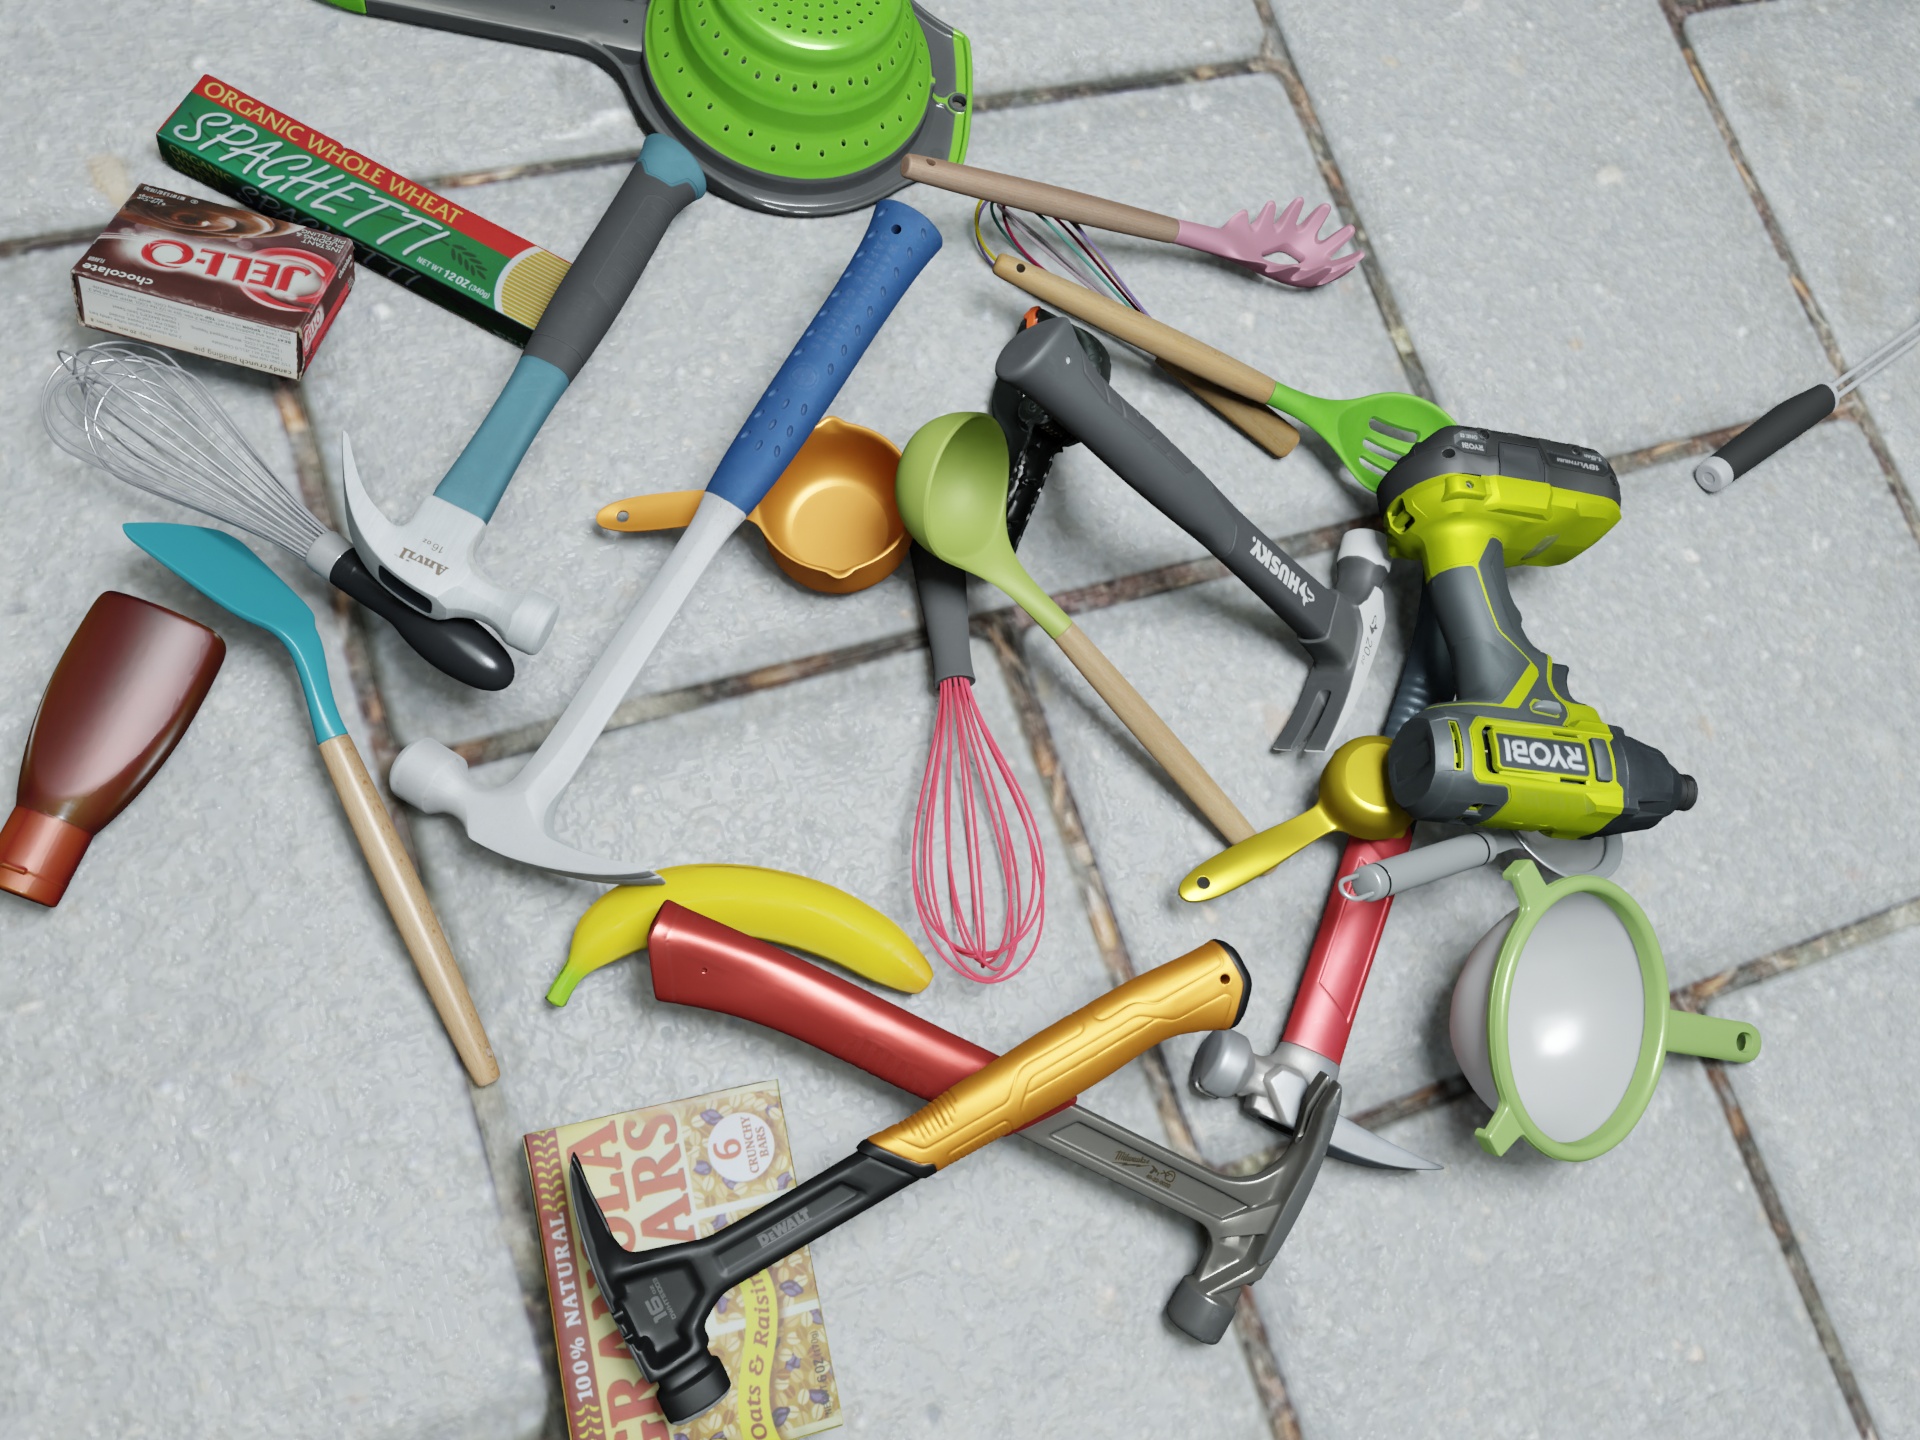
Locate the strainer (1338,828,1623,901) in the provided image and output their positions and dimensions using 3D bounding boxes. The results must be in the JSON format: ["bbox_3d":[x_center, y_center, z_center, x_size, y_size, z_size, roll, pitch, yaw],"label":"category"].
[{"bbox_3d":[0.288,0.069,0.879,0.258,0.050,0.087,-9,60,-39],"label":"strainer"}]

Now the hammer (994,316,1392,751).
[{"bbox_3d":[0.131,-0.103,0.843,0.334,0.035,0.146,32,69,-41],"label":"hammer"}]

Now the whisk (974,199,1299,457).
[{"bbox_3d":[0.111,-0.245,0.973,0.245,0.051,0.047,37,63,-4],"label":"whisk"}]

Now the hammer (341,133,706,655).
[{"bbox_3d":[-0.211,-0.192,0.835,0.128,0.033,0.331,25,59,-8],"label":"hammer"}]

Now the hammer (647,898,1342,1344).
[{"bbox_3d":[0.012,0.173,0.796,0.359,0.037,0.149,28,88,-8],"label":"hammer"}]

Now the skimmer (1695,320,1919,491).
[{"bbox_3d":[0.655,-0.246,1.083,0.363,0.090,0.127,-32,115,-18],"label":"skimmer"}]

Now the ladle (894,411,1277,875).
[{"bbox_3d":[0.079,-0.033,0.859,0.320,0.062,0.078,48,57,-14],"label":"ladle"}]

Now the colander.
[{"bbox_3d":[-0.176,-0.420,0.923,0.397,0.094,0.205,6,73,-13],"label":"colander"}]

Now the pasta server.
[{"bbox_3d":[0.110,-0.305,0.956,0.316,0.040,0.060,3,60,-29],"label":"pasta server"}]

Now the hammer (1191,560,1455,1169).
[{"bbox_3d":[0.261,0.061,0.922,0.143,0.038,0.386,26,70,-7],"label":"hammer"}]

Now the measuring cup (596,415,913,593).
[{"bbox_3d":[-0.109,-0.110,0.877,0.173,0.052,0.095,-5,74,0],"label":"measuring cup"}]

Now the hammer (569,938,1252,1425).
[{"bbox_3d":[-0.012,0.186,0.749,0.337,0.034,0.127,-26,90,-13],"label":"hammer"}]

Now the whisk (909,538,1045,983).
[{"bbox_3d":[-0.001,-0.003,0.867,0.073,0.073,0.296,-2,68,-15],"label":"whisk"}]

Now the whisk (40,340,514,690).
[{"bbox_3d":[-0.338,-0.098,0.790,0.284,0.070,0.070,35,69,5],"label":"whisk"}]

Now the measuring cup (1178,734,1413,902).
[{"bbox_3d":[0.187,0.057,0.871,0.156,0.029,0.062,-27,68,-14],"label":"measuring cup"}]

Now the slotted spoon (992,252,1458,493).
[{"bbox_3d":[0.163,-0.209,0.951,0.313,0.031,0.070,22,77,-12],"label":"slotted spoon"}]

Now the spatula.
[{"bbox_3d":[-0.305,0.037,0.781,0.044,0.082,0.317,-25,89,11],"label":"spatula"}]

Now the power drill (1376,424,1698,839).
[{"bbox_3d":[0.318,-0.044,0.889,0.171,0.080,0.223,6,65,-14],"label":"power drill"}]

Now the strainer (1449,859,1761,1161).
[{"bbox_3d":[0.356,0.168,0.896,0.256,0.069,0.151,14,81,-35],"label":"strainer"}]

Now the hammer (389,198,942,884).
[{"bbox_3d":[-0.123,-0.100,0.828,0.144,0.035,0.405,28,77,11],"label":"hammer"}]
